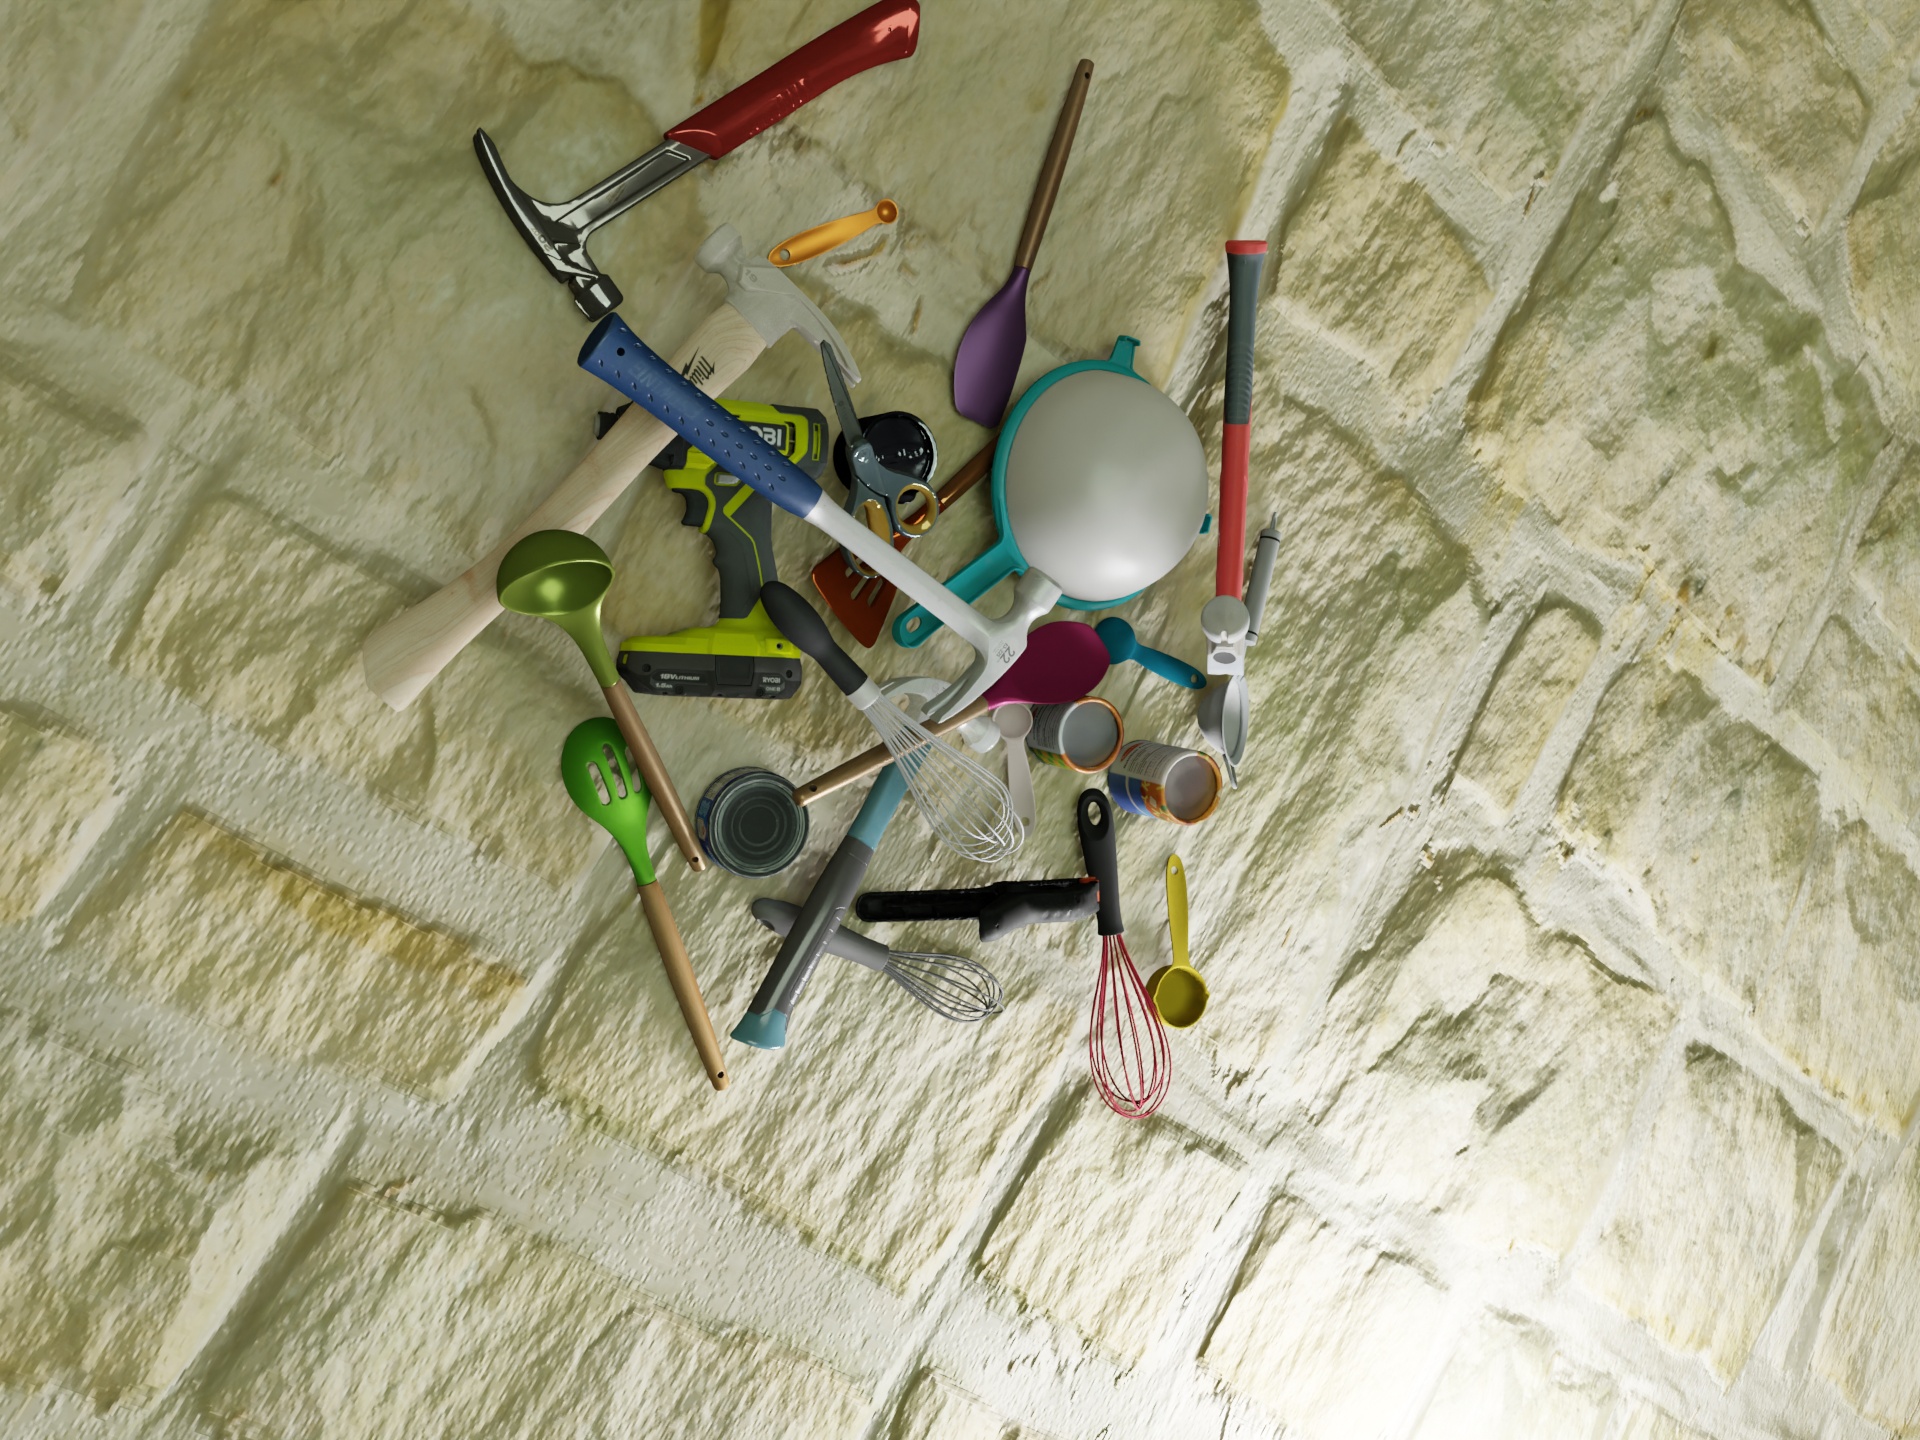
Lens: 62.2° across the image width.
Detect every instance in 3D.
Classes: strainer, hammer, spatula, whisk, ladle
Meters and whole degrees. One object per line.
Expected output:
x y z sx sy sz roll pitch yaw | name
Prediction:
0.254 -0.067 1.435 0.086 0.050 0.258 32 71 -62 | strainer
-0.102 -0.145 1.145 0.405 0.035 0.144 35 90 -32 | hammer
-0.084 0.110 1.254 0.128 0.033 0.331 40 69 -33 | hammer
0.004 -0.192 1.297 0.322 0.041 0.081 -45 116 -17 | spatula
-0.177 -0.454 1.184 0.359 0.037 0.149 -40 111 -17 | hammer
-0.053 0.003 1.194 0.070 0.070 0.284 -47 108 -15 | whisk
-0.064 0.195 1.300 0.238 0.055 0.055 26 84 -22 | whisk
-0.252 -0.159 1.119 0.146 0.038 0.410 44 80 -10 | hammer
0.237 -0.232 1.369 0.038 0.143 0.386 3 75 11 | hammer
-0.239 -0.001 1.132 0.078 0.062 0.319 -19 127 -1 | ladle
0.057 -0.398 1.315 0.059 0.018 0.316 20 87 -31 | spatula
0.090 -0.157 1.291 0.340 0.095 0.210 -39 117 -25 | strainer
0.136 0.205 1.395 0.073 0.073 0.296 -10 94 -25 | whisk

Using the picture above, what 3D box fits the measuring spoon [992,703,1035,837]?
0.049 0.041 1.359 0.034 0.018 0.124 -6 106 4 | measuring spoon

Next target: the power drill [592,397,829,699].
-0.191 -0.129 1.190 0.171 0.080 0.223 2 91 -22 | power drill

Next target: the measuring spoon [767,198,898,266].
-0.100 -0.381 1.246 0.117 0.011 0.021 -29 107 -17 | measuring spoon

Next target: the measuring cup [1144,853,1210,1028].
0.191 0.200 1.443 0.062 0.029 0.156 2 83 -27 | measuring cup

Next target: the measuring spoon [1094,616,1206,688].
0.173 -0.054 1.404 0.128 0.021 0.042 23 85 -27 | measuring spoon

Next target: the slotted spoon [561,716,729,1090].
-0.231 0.146 1.223 0.070 0.031 0.313 -24 107 -27 | slotted spoon

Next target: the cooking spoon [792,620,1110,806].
-0.002 -0.004 1.271 0.319 0.017 0.069 -27 83 -31 | cooking spoon
